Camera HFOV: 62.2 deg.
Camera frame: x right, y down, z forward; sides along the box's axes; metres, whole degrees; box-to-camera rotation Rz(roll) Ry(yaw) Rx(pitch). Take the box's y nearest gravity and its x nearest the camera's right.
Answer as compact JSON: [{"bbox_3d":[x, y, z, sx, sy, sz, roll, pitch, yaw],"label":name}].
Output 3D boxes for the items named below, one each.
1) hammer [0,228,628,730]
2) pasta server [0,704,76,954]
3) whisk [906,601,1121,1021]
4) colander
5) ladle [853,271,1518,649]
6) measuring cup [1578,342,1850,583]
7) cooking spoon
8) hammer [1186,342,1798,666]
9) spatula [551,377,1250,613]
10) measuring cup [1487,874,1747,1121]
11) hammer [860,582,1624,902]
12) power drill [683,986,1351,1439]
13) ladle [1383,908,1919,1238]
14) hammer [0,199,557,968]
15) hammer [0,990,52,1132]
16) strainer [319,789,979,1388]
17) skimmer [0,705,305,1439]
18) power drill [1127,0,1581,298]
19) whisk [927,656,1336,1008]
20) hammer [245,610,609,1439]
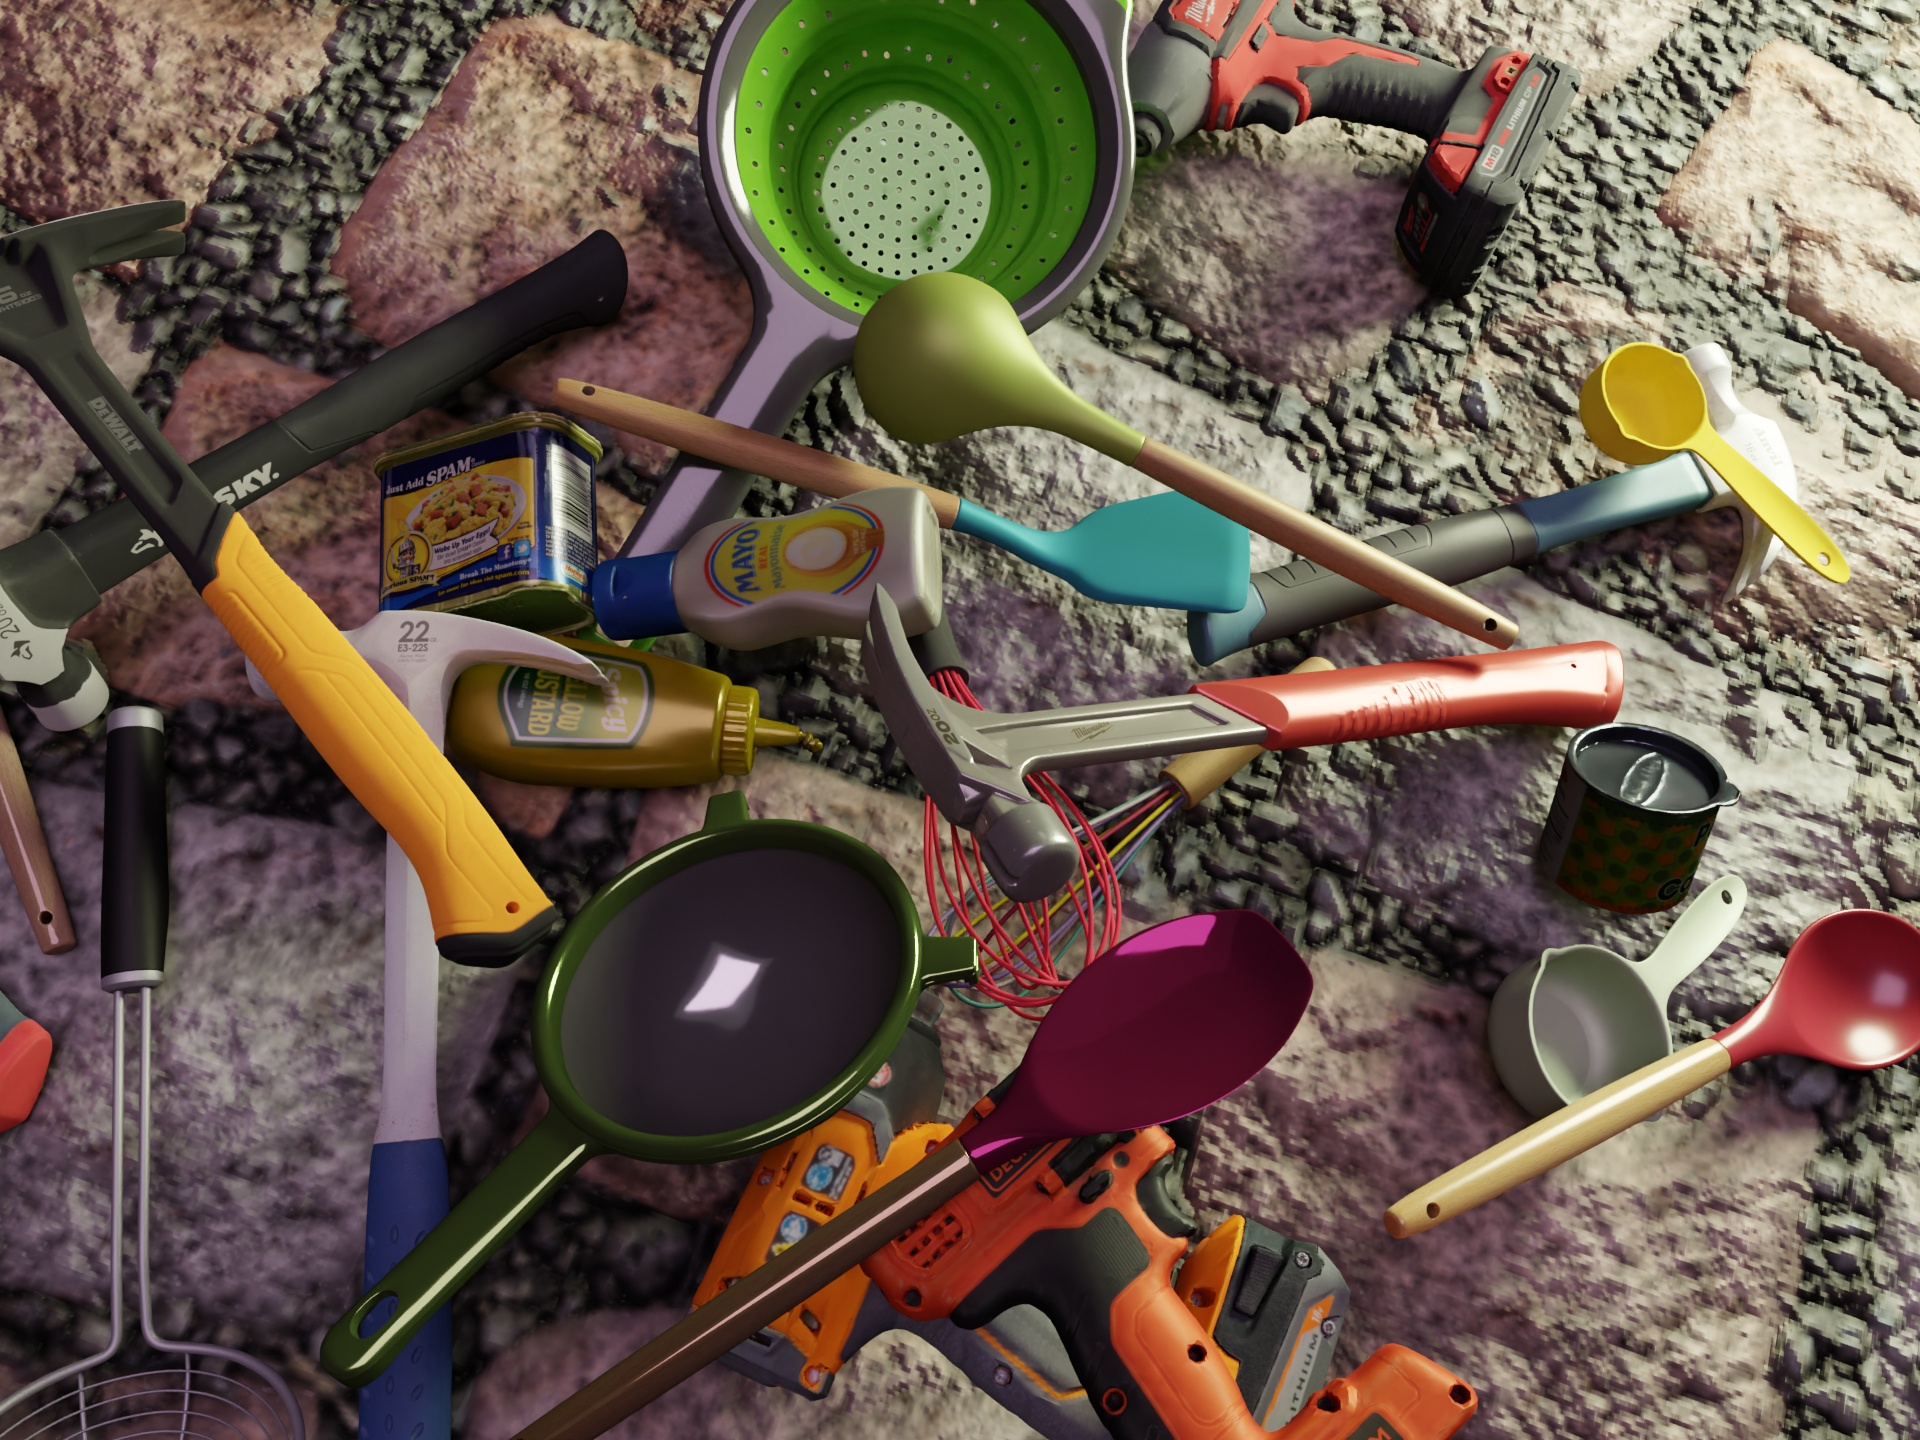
[{"bbox_3d":[-0.288,-0.135,0.712,0.035,0.146,0.335,39,62,24],"label":"hammer"},{"bbox_3d":[-0.446,-0.039,0.708,0.060,0.040,0.316,-24,76,-13],"label":"pasta server"},{"bbox_3d":[-0.001,-0.002,0.679,0.073,0.073,0.296,-14,52,-9],"label":"whisk"},{"bbox_3d":[-0.067,-0.201,0.771,0.204,0.094,0.397,32,88,-9],"label":"colander"},{"bbox_3d":[0.100,-0.106,0.707,0.320,0.062,0.078,26,90,-4],"label":"ladle"},{"bbox_3d":[0.362,-0.117,0.766,0.156,0.029,0.062,43,68,-1],"label":"measuring cup"},{"bbox_3d":[-0.019,0.162,0.537,0.319,0.017,0.069,-32,53,-8],"label":"cooking spoon"},{"bbox_3d":[0.258,-0.090,0.769,0.331,0.033,0.128,-17,71,-13],"label":"hammer"},{"bbox_3d":[-0.023,-0.109,0.714,0.317,0.044,0.082,15,53,-12],"label":"spatula"},{"bbox_3d":[0.293,0.116,0.701,0.167,0.038,0.083,-31,85,-32],"label":"measuring cup"},{"bbox_3d":[0.140,-0.011,0.674,0.359,0.036,0.149,-6,45,-28],"label":"hammer"},{"bbox_3d":[0.027,0.209,0.619,0.226,0.084,0.164,22,67,8],"label":"power drill"},{"bbox_3d":[0.294,0.147,0.651,0.315,0.031,0.069,-16,79,-26],"label":"ladle"},{"bbox_3d":[-0.262,-0.050,0.607,0.127,0.034,0.337,-37,88,-35],"label":"hammer"},{"bbox_3d":[-0.506,0.018,0.673,0.143,0.038,0.386,-33,75,-14],"label":"hammer"},{"bbox_3d":[-0.116,0.148,0.587,0.152,0.069,0.256,27,60,35],"label":"strainer"},{"bbox_3d":[-0.321,0.151,0.605,0.127,0.090,0.364,-4,67,-17],"label":"skimmer"},{"bbox_3d":[0.195,-0.321,0.839,0.220,0.078,0.143,28,69,9],"label":"power drill"},{"bbox_3d":[0.082,0.045,0.705,0.245,0.047,0.051,-36,74,-19],"label":"whisk"},{"bbox_3d":[-0.208,0.152,0.617,0.144,0.035,0.406,-4,76,0],"label":"hammer"}]
